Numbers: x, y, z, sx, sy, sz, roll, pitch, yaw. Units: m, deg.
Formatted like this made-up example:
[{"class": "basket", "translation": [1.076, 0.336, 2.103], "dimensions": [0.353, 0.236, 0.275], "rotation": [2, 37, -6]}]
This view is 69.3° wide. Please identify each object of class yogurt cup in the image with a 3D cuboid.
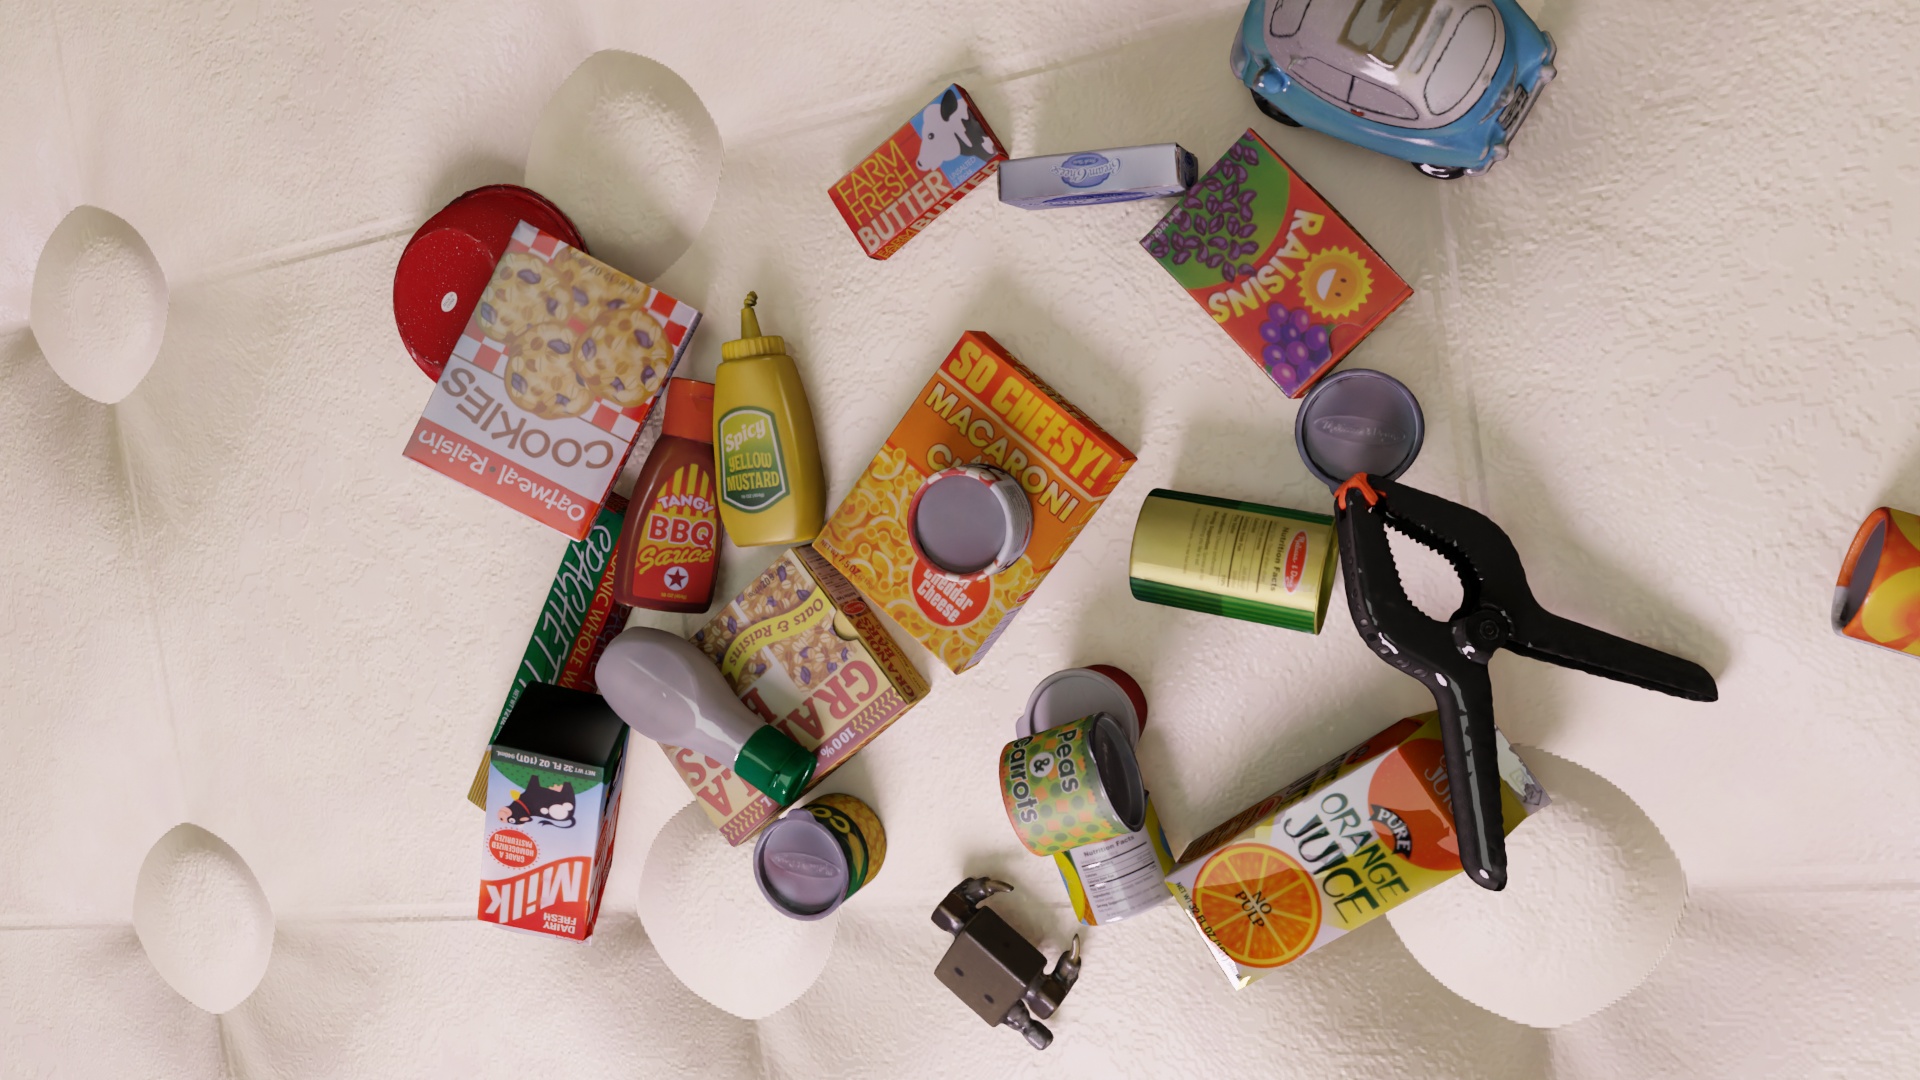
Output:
[{"class": "yogurt cup", "translation": [0.076, 0.104, 0.809], "dimensions": [0.072, 0.054, 0.072], "rotation": [2, 96, 21]}]

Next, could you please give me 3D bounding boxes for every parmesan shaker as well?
[{"class": "parmesan shaker", "translation": [0.152, 0.008, 0.766], "dimensions": [0.103, 0.071, 0.071], "rotation": [11, 99, 21]}]

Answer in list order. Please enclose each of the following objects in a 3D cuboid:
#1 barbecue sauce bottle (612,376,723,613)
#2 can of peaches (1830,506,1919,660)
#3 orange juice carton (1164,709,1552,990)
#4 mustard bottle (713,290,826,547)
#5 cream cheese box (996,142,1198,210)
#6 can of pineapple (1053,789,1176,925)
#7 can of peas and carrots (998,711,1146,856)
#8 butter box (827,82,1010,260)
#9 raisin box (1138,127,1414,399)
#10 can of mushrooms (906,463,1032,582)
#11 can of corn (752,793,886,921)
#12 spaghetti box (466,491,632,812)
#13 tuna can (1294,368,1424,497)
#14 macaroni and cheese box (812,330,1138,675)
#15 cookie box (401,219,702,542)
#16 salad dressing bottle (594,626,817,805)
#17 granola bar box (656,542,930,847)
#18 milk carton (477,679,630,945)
[{"class": "barbecue sauce bottle", "translation": [-0.181, -0.029, 0.895], "dimensions": [0.043, 0.065, 0.148], "rotation": [13, 94, 61]}, {"class": "can of peaches", "translation": [0.452, 0.021, 0.650], "dimensions": [0.058, 0.071, 0.071], "rotation": [18, 102, 19]}, {"class": "orange juice carton", "translation": [0.213, 0.159, 0.752], "dimensions": [0.192, 0.073, 0.072], "rotation": [-36, 82, 20]}, {"class": "mustard bottle", "translation": [-0.125, -0.077, 0.872], "dimensions": [0.065, 0.049, 0.160], "rotation": [-7, 93, 20]}, {"class": "cream cheese box", "translation": [0.078, -0.204, 0.780], "dimensions": [0.104, 0.053, 0.024], "rotation": [0, 98, 21]}, {"class": "can of pineapple", "translation": [0.089, 0.183, 0.807], "dimensions": [0.071, 0.071, 0.058], "rotation": [-22, 88, 22]}, {"class": "can of peas and carrots", "translation": [0.059, 0.131, 0.750], "dimensions": [0.058, 0.071, 0.071], "rotation": [-21, 87, 22]}, {"class": "butter box", "translation": [-0.026, -0.220, 0.834], "dimensions": [0.103, 0.024, 0.053], "rotation": [-35, 82, 20]}, {"class": "raisin box", "translation": [0.172, -0.149, 0.757], "dimensions": [0.086, 0.040, 0.123], "rotation": [-44, 80, 18]}, {"class": "can of mushrooms", "translation": [0.003, -0.010, 0.793], "dimensions": [0.071, 0.033, 0.071], "rotation": [3, 97, 21]}, {"class": "can of corn", "translation": [-0.088, 0.196, 0.879], "dimensions": [0.071, 0.058, 0.071], "rotation": [2, 96, 21]}, {"class": "spaghetti box", "translation": [-0.273, 0.085, 0.956], "dimensions": [0.050, 0.029, 0.249], "rotation": [30, 105, 15]}, {"class": "tuna can", "translation": [0.216, -0.057, 0.751], "dimensions": [0.071, 0.033, 0.071], "rotation": [2, 96, 21]}, {"class": "macaroni and cheese box", "translation": [0.006, -0.023, 0.832], "dimensions": [0.124, 0.040, 0.166], "rotation": [41, 108, 12]}, {"class": "cookie box", "translation": [-0.259, -0.100, 0.887], "dimensions": [0.123, 0.040, 0.167], "rotation": [27, 92, -7]}, {"class": "salad dressing bottle", "translation": [-0.158, 0.110, 0.863], "dimensions": [0.148, 0.044, 0.064], "rotation": [32, 104, 15]}, {"class": "granola bar box", "translation": [-0.120, 0.099, 0.892], "dimensions": [0.165, 0.039, 0.124], "rotation": [-41, 81, 20]}, {"class": "milk carton", "translation": [-0.269, 0.194, 0.917], "dimensions": [0.072, 0.074, 0.189], "rotation": [13, 118, -4]}]
